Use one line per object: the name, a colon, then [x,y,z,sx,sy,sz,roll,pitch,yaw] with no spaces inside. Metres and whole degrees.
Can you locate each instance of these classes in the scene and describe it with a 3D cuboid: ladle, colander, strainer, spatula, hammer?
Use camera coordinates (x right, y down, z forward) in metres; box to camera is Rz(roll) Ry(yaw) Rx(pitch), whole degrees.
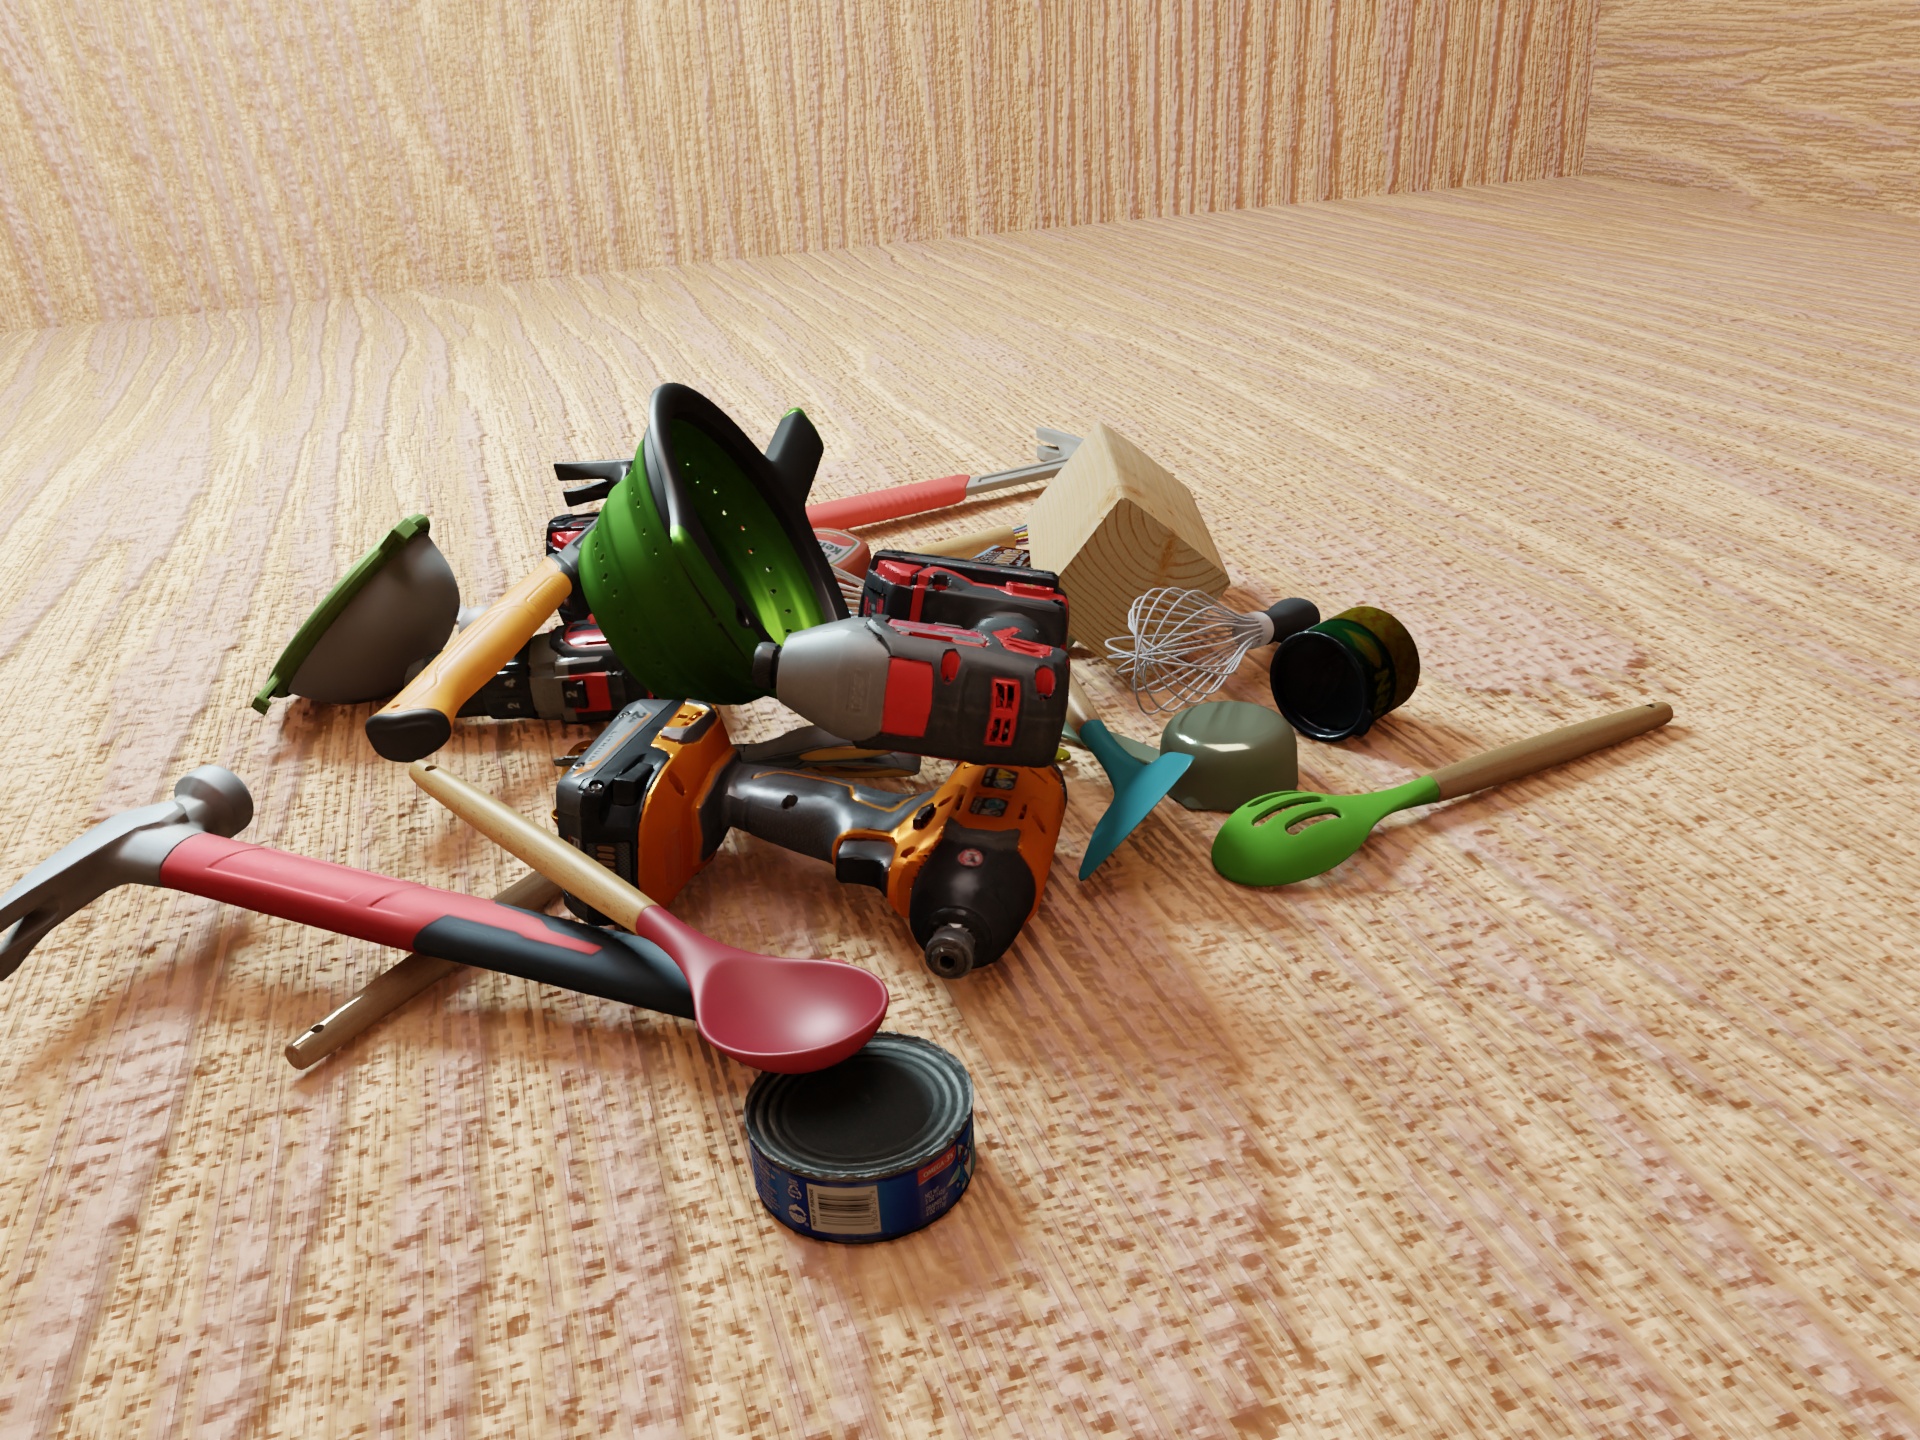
ladle: [-0.150,0.075,0.679,0.316,0.031,0.069,24,35,37]
colander: [-0.143,-0.110,0.955,0.094,0.204,0.397,-28,21,13]
strainer: [-0.382,-0.064,1.088,0.151,0.069,0.256,-50,11,1]
spatula: [0.060,-0.013,0.902,0.044,0.082,0.318,34,14,-29]
hammer: [-0.031,-0.194,1.355,0.359,0.036,0.149,-17,28,-27]
spatula: [-0.206,0.082,0.796,0.060,0.018,0.316,18,30,23]
hammer: [-0.267,-0.080,0.985,0.127,0.034,0.337,1,34,19]
hammer: [-0.229,0.099,0.697,0.386,0.038,0.143,10,30,16]

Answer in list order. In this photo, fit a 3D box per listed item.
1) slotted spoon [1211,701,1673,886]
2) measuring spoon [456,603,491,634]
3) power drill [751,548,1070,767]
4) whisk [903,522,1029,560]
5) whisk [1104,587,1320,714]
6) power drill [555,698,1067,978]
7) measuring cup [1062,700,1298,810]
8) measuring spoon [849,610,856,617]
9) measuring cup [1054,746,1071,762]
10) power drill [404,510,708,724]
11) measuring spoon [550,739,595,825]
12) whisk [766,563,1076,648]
slotted spoon: [0.267,0.029,0.844,0.313,0.031,0.070,-14,26,-25]
measuring spoon: [-0.376,-0.086,1.184,0.034,0.018,0.124,-22,30,-34]
power drill: [-0.015,-0.031,0.792,0.143,0.078,0.220,8,13,4]
whisk: [0.060,-0.148,1.239,0.245,0.051,0.047,-16,33,-19]
whisk: [0.163,-0.050,0.951,0.070,0.070,0.284,11,13,29]
power drill: [-0.070,0.059,0.754,0.226,0.084,0.164,7,26,8]
measuring cup: [0.112,0.005,0.897,0.168,0.038,0.083,17,32,36]
measuring spoon: [-0.085,-0.035,1.047,0.042,0.021,0.129,-5,34,-4]
measuring cup: [-0.001,-0.003,0.940,0.157,0.029,0.062,13,29,35]
power drill: [-0.253,-0.064,1.059,0.188,0.080,0.227,-5,28,-2]
measuring spoon: [-0.219,0.036,0.912,0.021,0.011,0.117,-7,21,-5]
whisk: [-0.043,-0.076,1.050,0.246,0.058,0.059,9,-5,-4]
